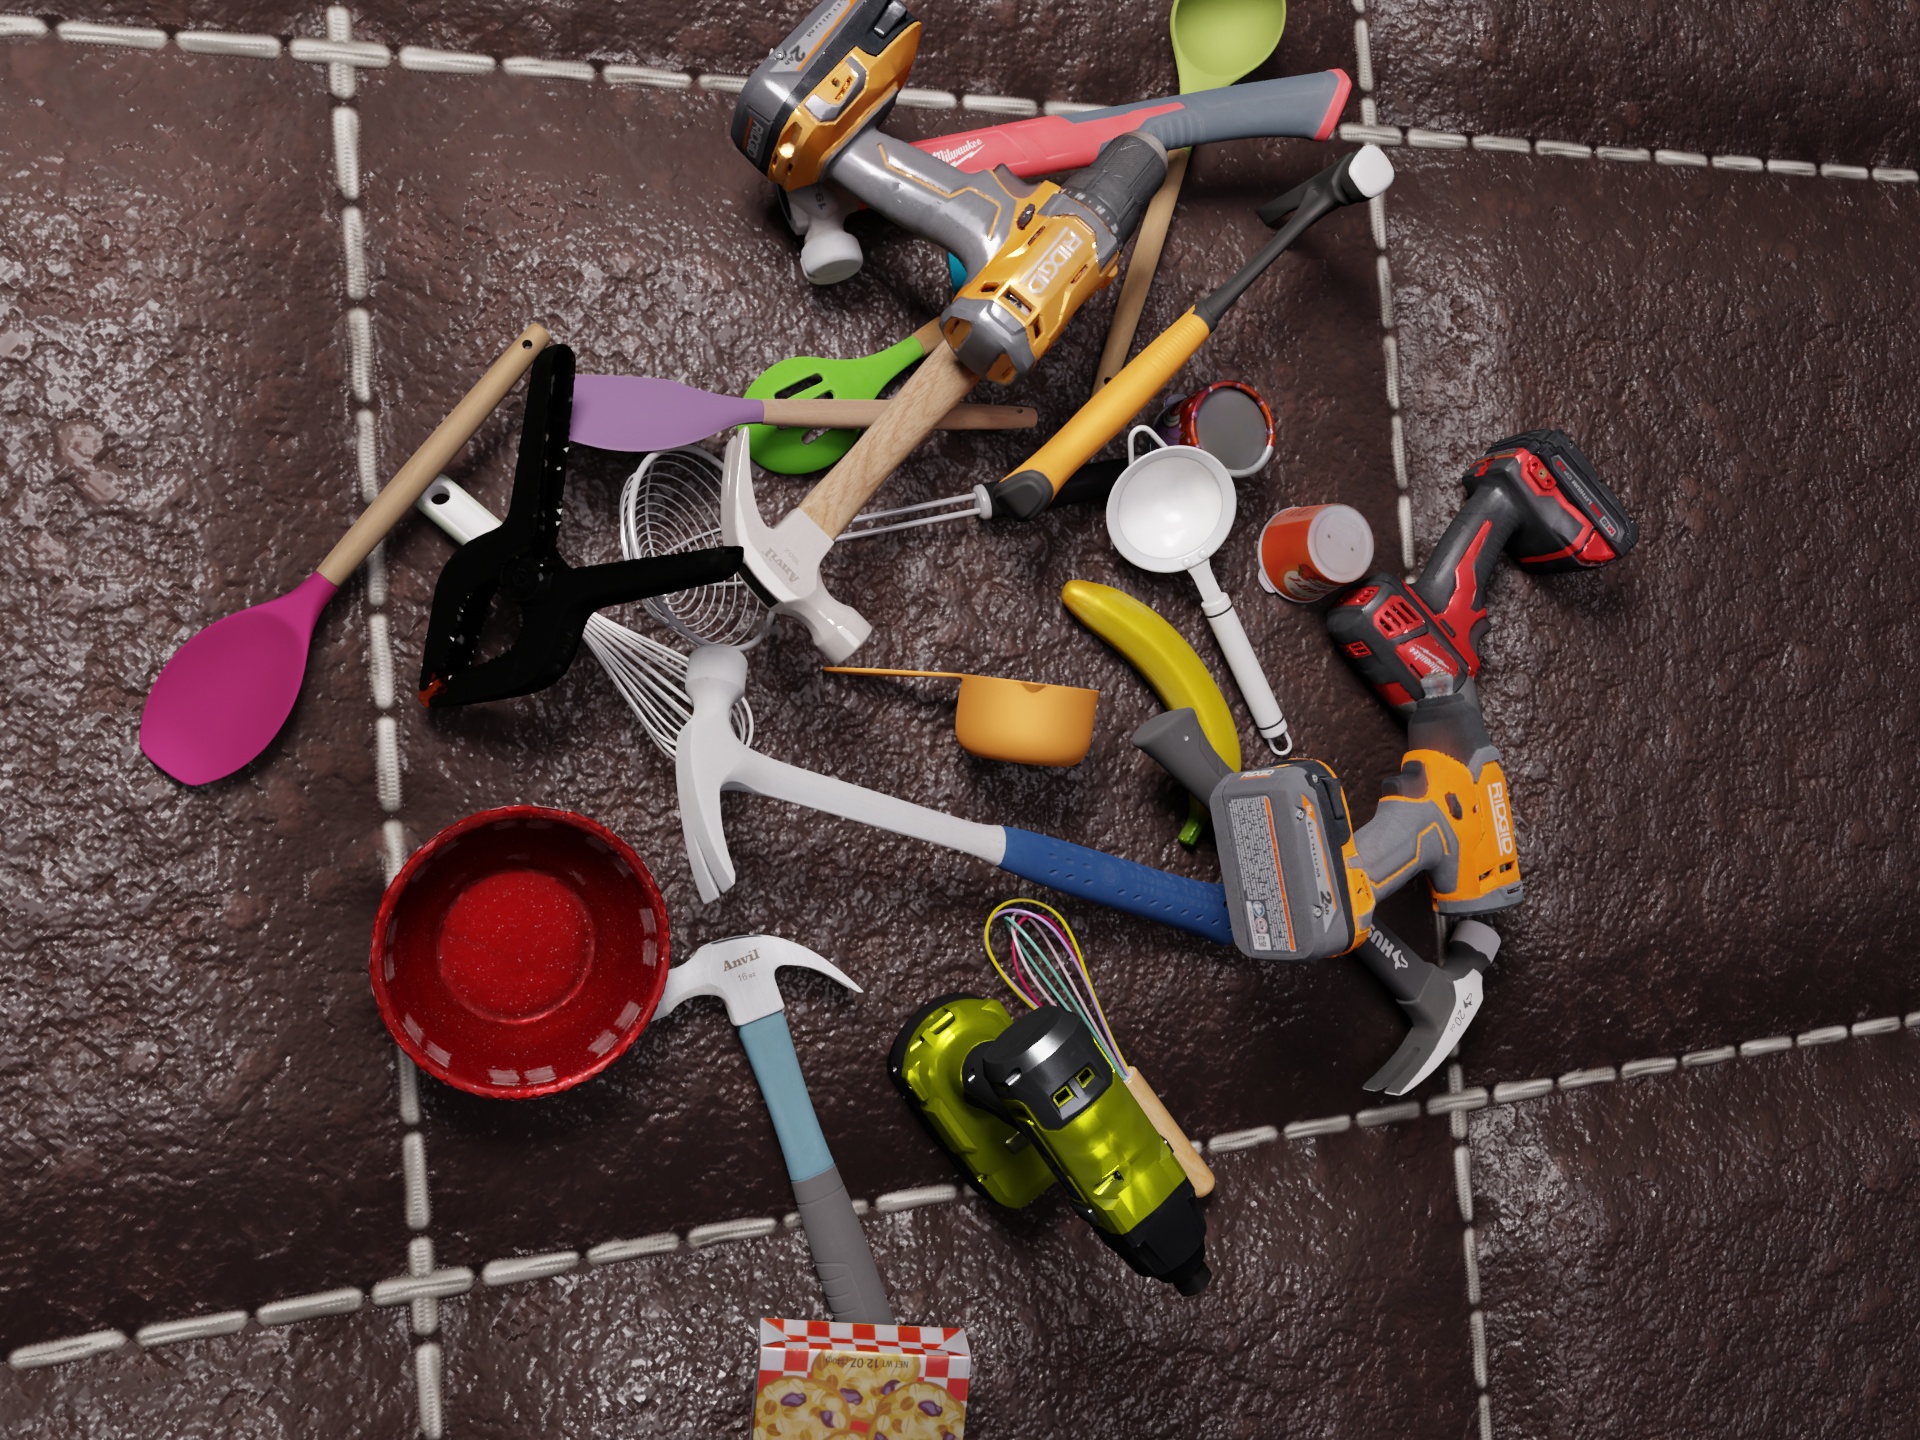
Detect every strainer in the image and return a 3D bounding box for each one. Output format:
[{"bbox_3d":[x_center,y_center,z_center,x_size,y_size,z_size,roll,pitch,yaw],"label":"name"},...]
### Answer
[{"bbox_3d":[0.167,-0.084,1.066,0.087,0.050,0.258,-26,108,5],"label":"strainer"}]

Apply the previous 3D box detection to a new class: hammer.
[{"bbox_3d":[-0.026,-0.191,0.958,0.130,0.031,0.331,45,61,-15],"label":"hammer"},{"bbox_3d":[-0.086,0.286,0.961,0.128,0.033,0.331,-20,94,-19],"label":"hammer"},{"bbox_3d":[0.013,0.079,0.965,0.405,0.035,0.144,19,57,-30],"label":"hammer"},{"bbox_3d":[0.139,-0.246,1.030,0.337,0.127,0.034,-46,104,-16],"label":"hammer"},{"bbox_3d":[0.232,0.111,1.061,0.334,0.035,0.146,43,67,-20],"label":"hammer"},{"bbox_3d":[0.068,-0.386,1.021,0.386,0.038,0.143,-15,84,-13],"label":"hammer"}]

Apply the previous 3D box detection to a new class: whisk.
[{"bbox_3d":[-0.219,-0.058,0.926,0.246,0.059,0.058,41,75,-8],"label":"whisk"},{"bbox_3d":[0.096,0.213,1.029,0.047,0.051,0.245,-41,104,-24],"label":"whisk"}]

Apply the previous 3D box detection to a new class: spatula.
[{"bbox_3d":[-0.095,-0.183,0.956,0.315,0.018,0.060,-4,57,-25],"label":"spatula"}]

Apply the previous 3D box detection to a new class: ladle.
[{"bbox_3d":[0.144,-0.365,1.077,0.078,0.062,0.320,19,83,-11],"label":"ladle"}]

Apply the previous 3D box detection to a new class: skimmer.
[{"bbox_3d":[-0.031,-0.129,0.976,0.363,0.090,0.127,-14,87,-21],"label":"skimmer"}]

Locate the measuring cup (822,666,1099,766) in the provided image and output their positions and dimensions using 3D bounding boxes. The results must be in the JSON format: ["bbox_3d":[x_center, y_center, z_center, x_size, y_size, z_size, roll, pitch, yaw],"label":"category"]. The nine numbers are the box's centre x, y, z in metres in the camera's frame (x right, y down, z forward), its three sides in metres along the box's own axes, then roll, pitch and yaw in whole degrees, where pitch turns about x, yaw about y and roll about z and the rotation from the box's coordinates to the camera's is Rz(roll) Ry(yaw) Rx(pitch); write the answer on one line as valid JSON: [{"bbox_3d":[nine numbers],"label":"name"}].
[{"bbox_3d":[-0.002,-0.003,0.995,0.173,0.095,0.052,5,92,-1],"label":"measuring cup"}]

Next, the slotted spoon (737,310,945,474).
[{"bbox_3d":[-0.010,-0.256,1.027,0.314,0.031,0.070,-37,98,-20],"label":"slotted spoon"}]

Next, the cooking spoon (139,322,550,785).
[{"bbox_3d":[-0.334,-0.098,0.882,0.068,0.017,0.319,39,82,-4],"label":"cooking spoon"}]

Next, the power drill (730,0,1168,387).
[{"bbox_3d":[0.003,-0.333,0.941,0.226,0.084,0.185,40,73,-6],"label":"power drill"}]

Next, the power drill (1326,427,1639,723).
[{"bbox_3d":[0.373,-0.091,1.135,0.220,0.078,0.143,-46,102,-14],"label":"power drill"}]

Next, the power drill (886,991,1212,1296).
[{"bbox_3d":[0.050,0.237,0.912,0.080,0.223,0.171,-37,99,-18],"label":"power drill"}]

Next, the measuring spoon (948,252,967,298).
[{"bbox_3d":[0.003,-0.315,1.023,0.042,0.021,0.129,-3,74,-17],"label":"measuring spoon"}]

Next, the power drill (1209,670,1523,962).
[{"bbox_3d":[0.269,0.060,1.024,0.226,0.084,0.164,-10,90,-35],"label":"power drill"}]
